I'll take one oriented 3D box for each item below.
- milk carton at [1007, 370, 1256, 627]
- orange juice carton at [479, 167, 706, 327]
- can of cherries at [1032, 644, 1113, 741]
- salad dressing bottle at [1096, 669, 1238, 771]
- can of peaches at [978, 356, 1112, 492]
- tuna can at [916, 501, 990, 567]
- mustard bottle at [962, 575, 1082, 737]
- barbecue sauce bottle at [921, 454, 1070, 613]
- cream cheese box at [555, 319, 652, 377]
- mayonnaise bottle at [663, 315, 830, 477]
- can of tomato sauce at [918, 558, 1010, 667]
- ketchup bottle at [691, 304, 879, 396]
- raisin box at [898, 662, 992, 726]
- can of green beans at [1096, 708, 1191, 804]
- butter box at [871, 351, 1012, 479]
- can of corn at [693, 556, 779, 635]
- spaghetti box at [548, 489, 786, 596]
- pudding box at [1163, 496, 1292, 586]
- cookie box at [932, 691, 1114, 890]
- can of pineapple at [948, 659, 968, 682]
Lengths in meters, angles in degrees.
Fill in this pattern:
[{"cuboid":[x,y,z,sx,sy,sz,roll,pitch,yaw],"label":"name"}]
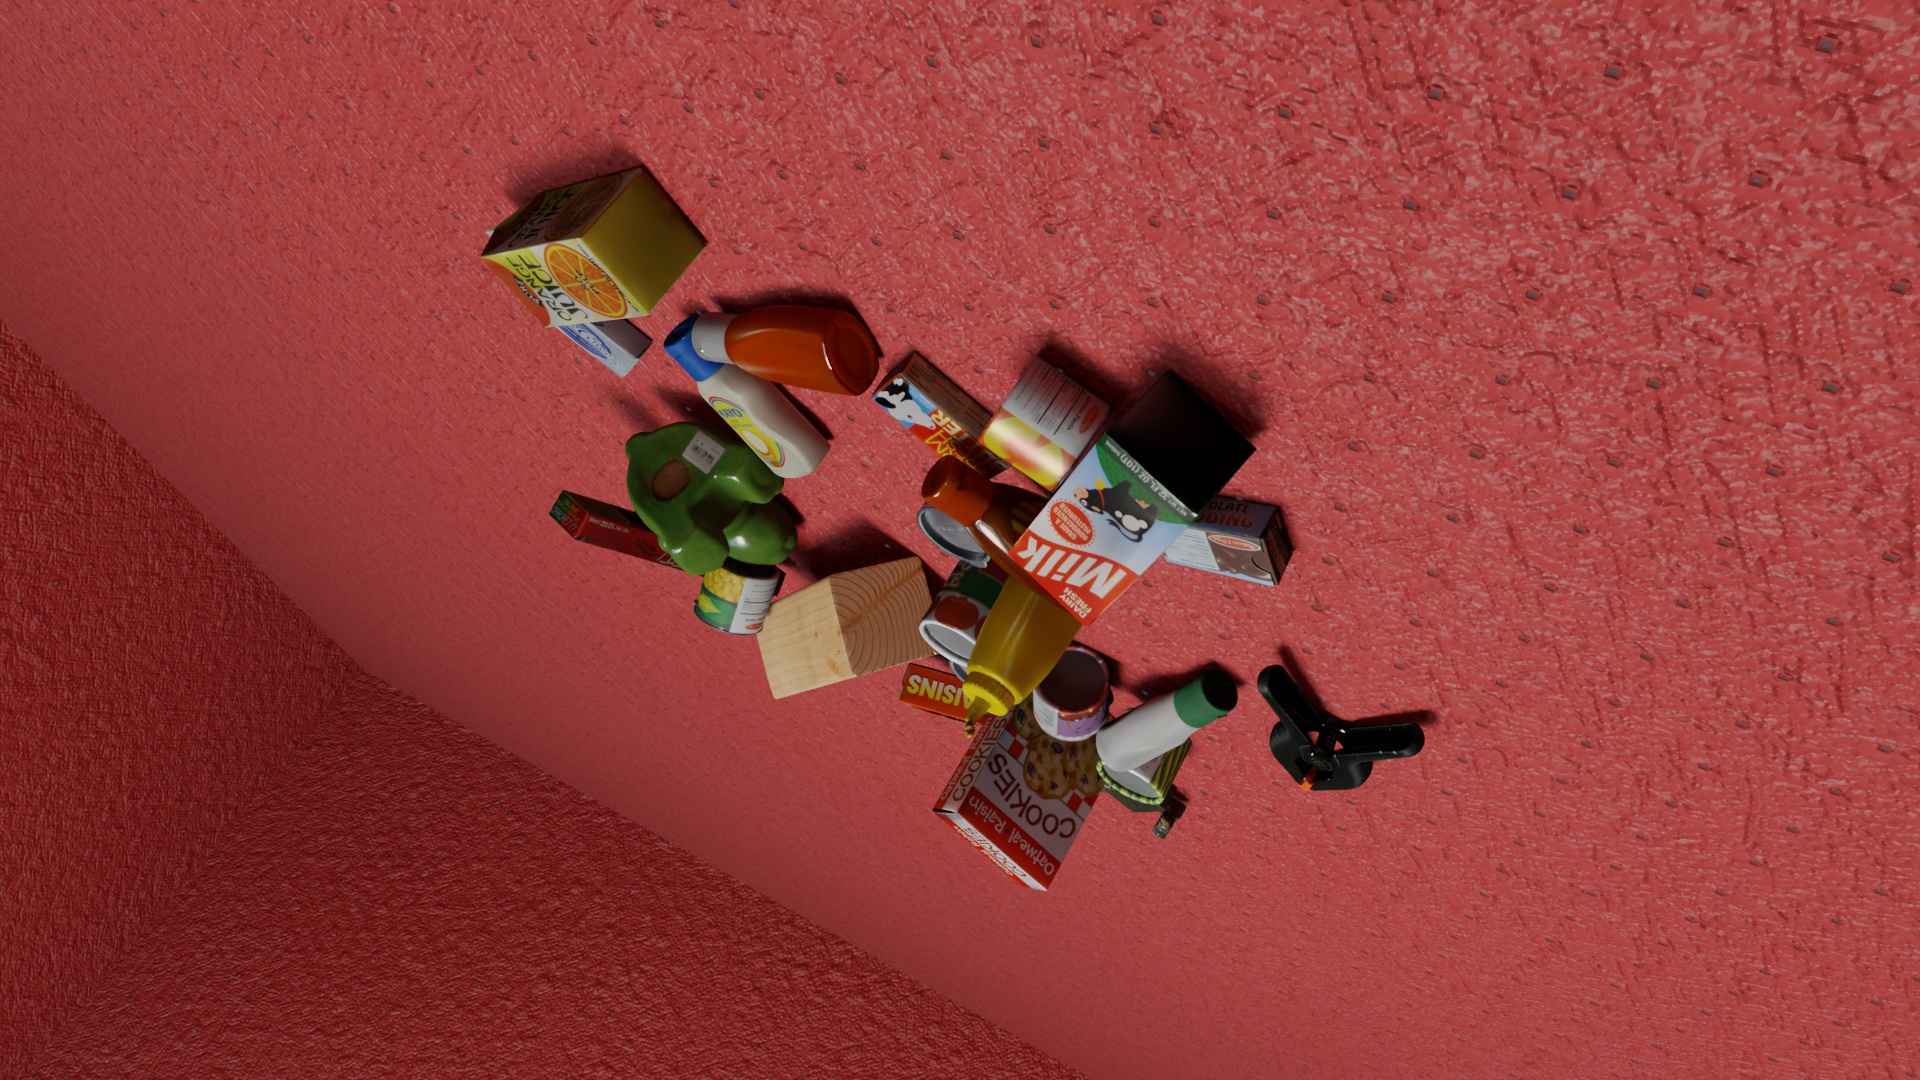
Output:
[{"cuboid":[0.093,-0.013,0.862,0.072,0.074,0.189,42,144,5],"label":"milk carton"},{"cuboid":[-0.276,-0.205,0.998,0.192,0.073,0.071,5,143,46],"label":"orange juice carton"},{"cuboid":[0.097,0.128,1.182,0.071,0.072,0.058,24,153,18],"label":"can of cherries"},{"cuboid":[0.167,0.146,1.126,0.147,0.064,0.044,-42,61,52],"label":"salad dressing bottle"},{"cuboid":[0.051,-0.071,0.864,0.058,0.071,0.071,34,155,-2],"label":"can of peaches"},{"cuboid":[0.004,-0.013,1.067,0.071,0.033,0.070,26,154,14],"label":"tuna can"},{"cuboid":[0.042,0.080,1.040,0.049,0.161,0.065,2,140,50],"label":"mustard bottle"},{"cuboid":[0.041,-0.008,0.969,0.148,0.065,0.043,32,154,-24],"label":"barbecue sauce bottle"},{"cuboid":[-0.306,-0.180,1.139,0.103,0.024,0.053,39,154,-13],"label":"cream cheese box"},{"cuboid":[-0.168,-0.110,1.082,0.064,0.041,0.147,2,142,51],"label":"mayonnaise bottle"},{"cuboid":[0.013,0.051,1.113,0.071,0.083,0.071,26,154,14],"label":"can of tomato sauce"},{"cuboid":[-0.129,-0.138,0.983,0.149,0.044,0.064,12,147,37],"label":"ketchup bottle"},{"cuboid":[-0.013,0.143,1.297,0.086,0.040,0.123,17,174,-2],"label":"raisin box"},{"cuboid":[0.161,0.191,1.224,0.071,0.058,0.071,26,154,14],"label":"can of green beans"},{"cuboid":[-0.009,-0.083,0.965,0.103,0.024,0.053,39,154,-13],"label":"butter box"},{"cuboid":[-0.207,0.045,1.277,0.071,0.058,0.071,18,-162,-6],"label":"can of corn"},{"cuboid":[-0.264,0.006,1.287,0.050,0.028,0.250,36,-171,39],"label":"spaghetti box"},{"cuboid":[0.168,-0.003,0.897,0.084,0.030,0.049,13,147,36],"label":"pudding box"},{"cuboid":[0.065,0.205,1.232,0.122,0.168,0.040,44,153,-23],"label":"cookie box"},{"cuboid":[0.031,0.099,1.209,0.071,0.058,0.070,27,154,14],"label":"can of pineapple"}]
